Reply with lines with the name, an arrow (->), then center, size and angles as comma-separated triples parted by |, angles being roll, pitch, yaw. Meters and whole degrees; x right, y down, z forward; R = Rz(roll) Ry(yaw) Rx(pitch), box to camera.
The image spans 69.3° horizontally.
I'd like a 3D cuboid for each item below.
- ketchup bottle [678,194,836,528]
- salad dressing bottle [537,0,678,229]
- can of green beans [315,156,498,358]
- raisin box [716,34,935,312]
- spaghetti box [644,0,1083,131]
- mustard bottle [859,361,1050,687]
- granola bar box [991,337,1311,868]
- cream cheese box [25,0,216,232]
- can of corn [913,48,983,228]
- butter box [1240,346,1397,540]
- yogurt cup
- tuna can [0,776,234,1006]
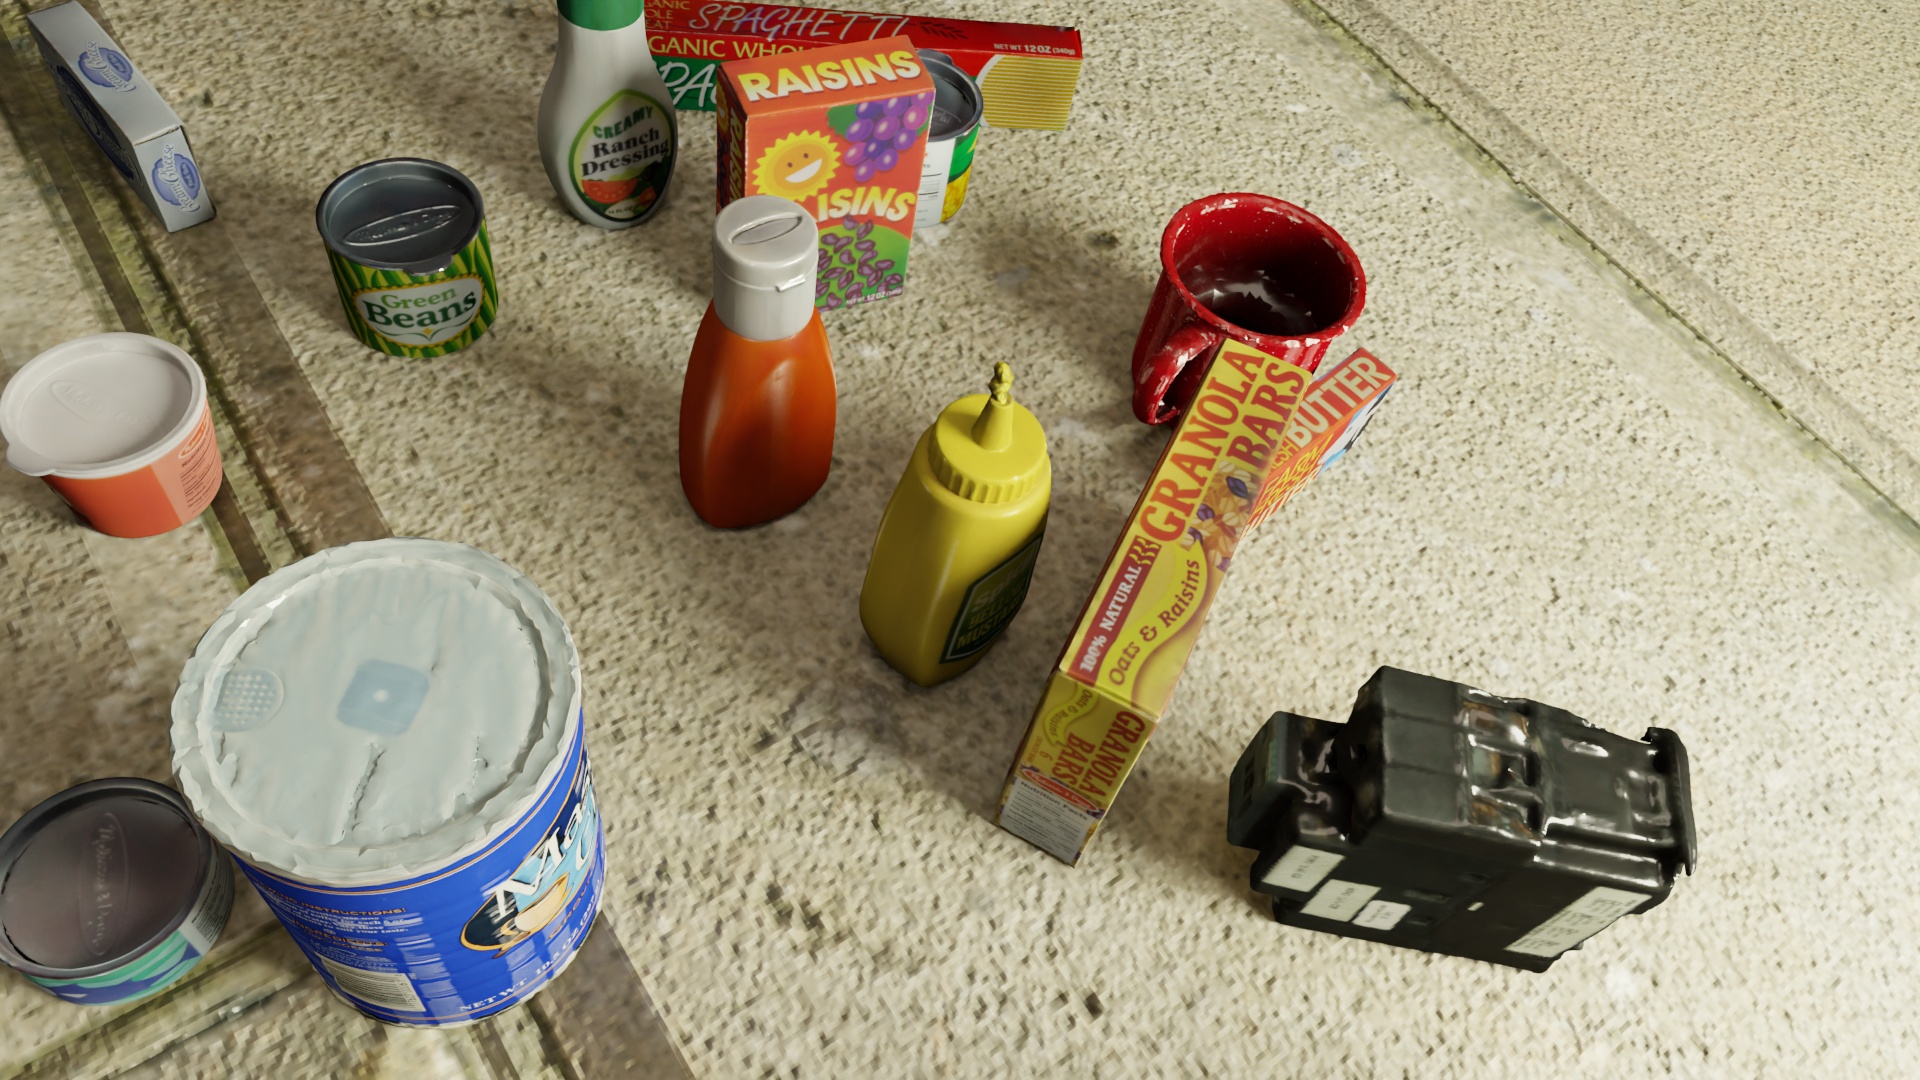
ketchup bottle -> -0.077, -0.065, 0.535 | 0.065, 0.148, 0.043 | -26, 64, -25
salad dressing bottle -> -0.159, -0.207, 0.619 | 0.064, 0.146, 0.044 | -25, 64, -24
can of green beans -> -0.237, -0.121, 0.600 | 0.071, 0.057, 0.071 | 5, 55, -7
raisin box -> -0.063, -0.157, 0.617 | 0.086, 0.122, 0.040 | -15, 60, -20
spaghetti box -> -0.062, -0.248, 0.725 | 0.250, 0.050, 0.029 | 0, 56, -10
mustard bottle -> 0.002, -0.006, 0.502 | 0.049, 0.159, 0.065 | 43, 59, 18
granola bar box -> 0.070, 0.022, 0.517 | 0.039, 0.123, 0.166 | 26, 55, 8
cream cheese box -> -0.377, -0.191, 0.625 | 0.024, 0.053, 0.104 | -35, 68, -28
can of corn -> -0.025, -0.201, 0.694 | 0.071, 0.058, 0.071 | 5, 55, -7
butter box -> 0.148, -0.041, 0.619 | 0.104, 0.052, 0.024 | -35, 68, -29
yogurt cup -> -0.318, -0.038, 0.530 | 0.072, 0.053, 0.073 | 5, 55, -7
tuna can -> -0.275, 0.113, 0.446 | 0.071, 0.032, 0.071 | 5, 55, -7
